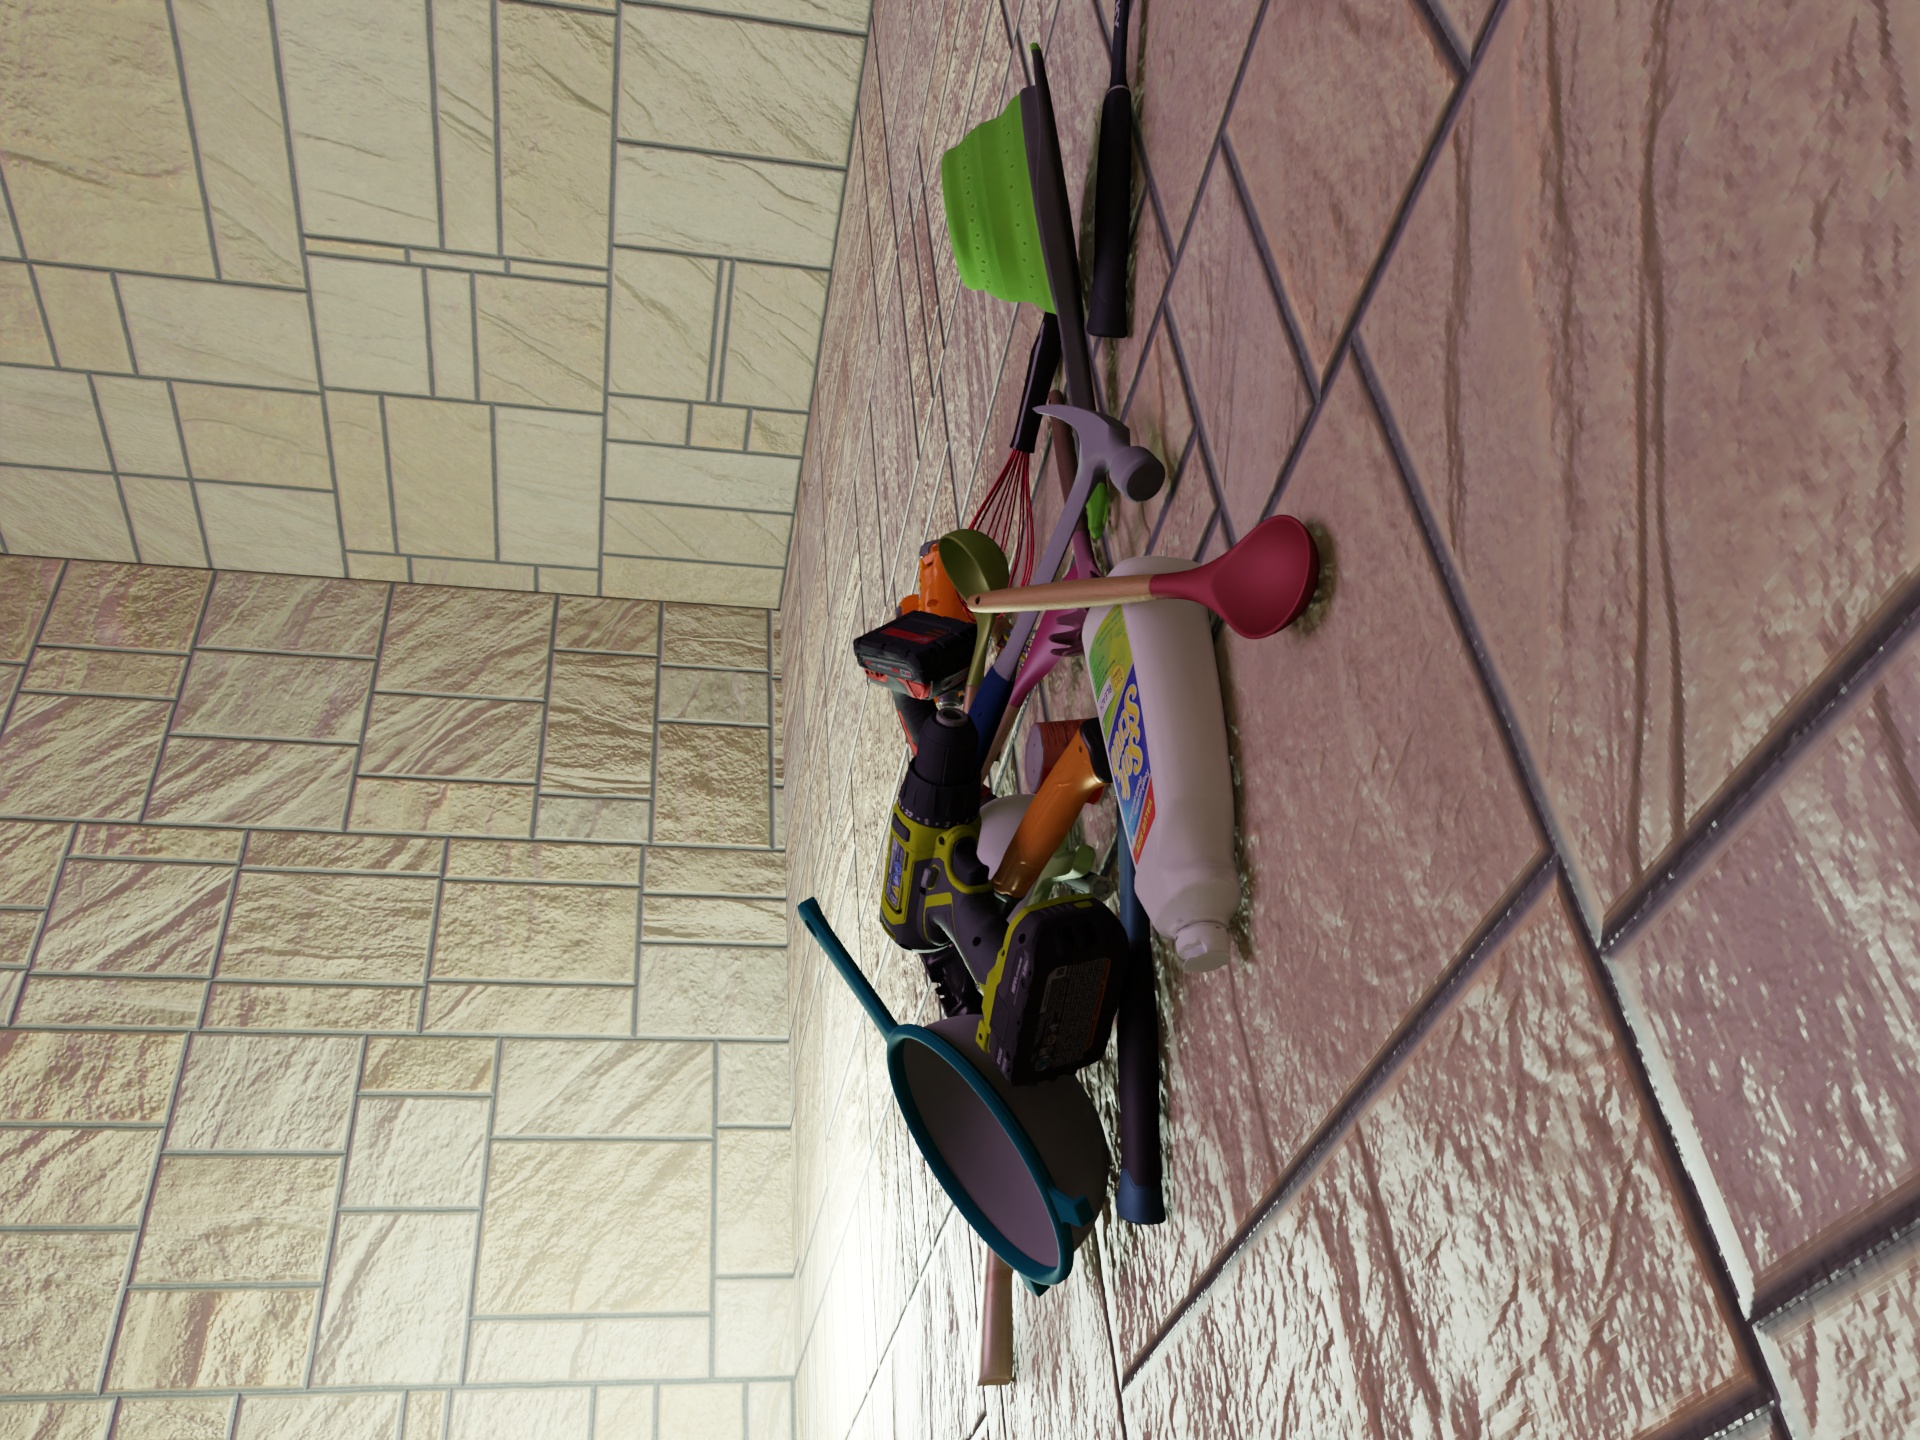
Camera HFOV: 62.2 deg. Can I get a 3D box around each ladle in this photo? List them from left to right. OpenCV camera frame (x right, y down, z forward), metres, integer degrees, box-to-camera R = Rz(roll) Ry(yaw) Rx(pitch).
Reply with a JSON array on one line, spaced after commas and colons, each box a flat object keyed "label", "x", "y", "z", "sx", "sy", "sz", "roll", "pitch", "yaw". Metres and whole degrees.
[{"label": "ladle", "x": -0.002, "y": -0.004, "z": 1.360, "sx": 0.078, "sy": 0.062, "sz": 0.320, "roll": 178, "pitch": 98, "yaw": -70}, {"label": "ladle", "x": 0.100, "y": -0.078, "z": 0.959, "sx": 0.315, "sy": 0.031, "sz": 0.069, "roll": 1, "pitch": 78, "yaw": 54}]

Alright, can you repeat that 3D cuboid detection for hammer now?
[{"label": "hammer", "x": 0.037, "y": 0.368, "z": 1.381, "sx": 0.146, "sy": 0.038, "sz": 0.410, "roll": -161, "pitch": 74, "yaw": -79}, {"label": "hammer", "x": 0.036, "y": -0.050, "z": 1.216, "sx": 0.144, "sy": 0.035, "sz": 0.405, "roll": 57, "pitch": 133, "yaw": 47}, {"label": "hammer", "x": 0.039, "y": 0.104, "z": 1.160, "sx": 0.127, "sy": 0.034, "sz": 0.336, "roll": 63, "pitch": 146, "yaw": 29}, {"label": "hammer", "x": 0.124, "y": -0.494, "z": 1.217, "sx": 0.149, "sy": 0.036, "sz": 0.409, "roll": 178, "pitch": 95, "yaw": -77}, {"label": "hammer", "x": 0.117, "y": 0.162, "z": 1.062, "sx": 0.128, "sy": 0.033, "sz": 0.331, "roll": 128, "pitch": 143, "yaw": -72}]

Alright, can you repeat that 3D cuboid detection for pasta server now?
[{"label": "pasta server", "x": 0.088, "y": -0.169, "z": 1.287, "sx": 0.060, "sy": 0.040, "sz": 0.317, "roll": -55, "pitch": 29, "yaw": 41}]

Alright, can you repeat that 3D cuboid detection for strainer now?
[{"label": "strainer", "x": 0.005, "y": 0.247, "z": 1.180, "sx": 0.341, "sy": 0.095, "sz": 0.210, "roll": 51, "pitch": 153, "yaw": 24}, {"label": "strainer", "x": 0.041, "y": 0.109, "z": 1.251, "sx": 0.256, "sy": 0.069, "sz": 0.151, "roll": 144, "pitch": 148, "yaw": -75}]

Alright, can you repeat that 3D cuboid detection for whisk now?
[{"label": "whisk", "x": 0.045, "y": -0.076, "z": 1.458, "sx": 0.245, "sy": 0.047, "sz": 0.051, "roll": -118, "pitch": 49, "yaw": -75}, {"label": "whisk", "x": 0.051, "y": -0.226, "z": 1.442, "sx": 0.073, "sy": 0.073, "sz": 0.295, "roll": -119, "pitch": 41, "yaw": -69}]

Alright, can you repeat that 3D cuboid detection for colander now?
[{"label": "colander", "x": 0.048, "y": -0.331, "z": 1.265, "sx": 0.204, "sy": 0.094, "sz": 0.397, "roll": 46, "pitch": -144, "yaw": -76}]

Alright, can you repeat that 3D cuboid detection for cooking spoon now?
[{"label": "cooking spoon", "x": 0.031, "y": 0.009, "z": 1.311, "sx": 0.319, "sy": 0.017, "sz": 0.069, "roll": -63, "pitch": 21, "yaw": 11}]

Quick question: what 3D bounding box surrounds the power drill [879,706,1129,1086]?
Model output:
[{"label": "power drill", "x": 0.019, "y": 0.118, "z": 1.090, "sx": 0.229, "sy": 0.080, "sz": 0.190, "roll": 47, "pitch": 137, "yaw": 47}]

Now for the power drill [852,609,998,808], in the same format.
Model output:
[{"label": "power drill", "x": -0.015, "y": 0.017, "z": 1.476, "sx": 0.143, "sy": 0.078, "sz": 0.219, "roll": 17, "pitch": 128, "yaw": 49}]

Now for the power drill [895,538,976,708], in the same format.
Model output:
[{"label": "power drill", "x": -0.020, "y": -0.077, "z": 1.625, "sx": 0.226, "sy": 0.084, "sz": 0.164, "roll": 120, "pitch": 151, "yaw": -77}]
